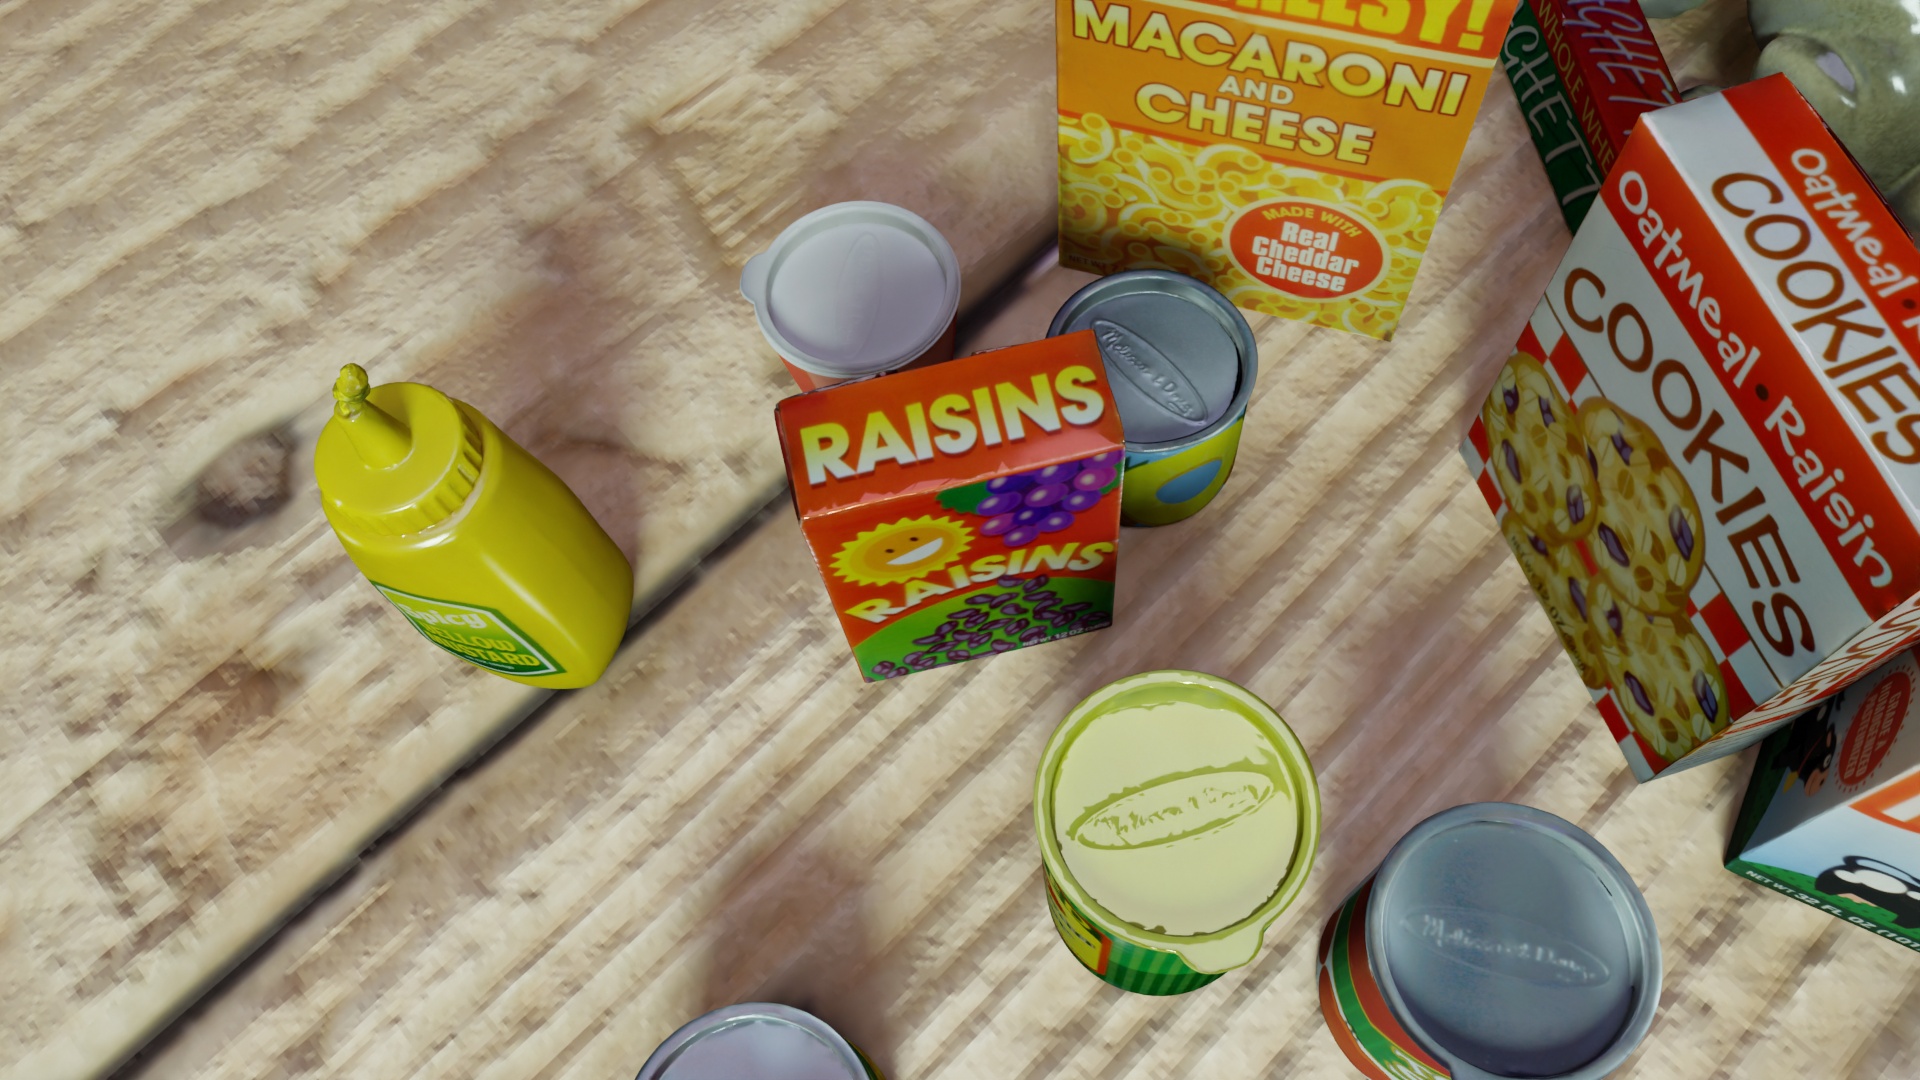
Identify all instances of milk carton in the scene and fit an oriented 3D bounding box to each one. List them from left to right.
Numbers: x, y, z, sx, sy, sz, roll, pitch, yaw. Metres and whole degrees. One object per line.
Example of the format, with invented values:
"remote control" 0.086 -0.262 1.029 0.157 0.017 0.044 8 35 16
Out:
"milk carton" 0.260 0.041 0.323 0.072 0.189 0.074 24 70 15

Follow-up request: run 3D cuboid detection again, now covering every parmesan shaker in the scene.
"parmesan shaker" 0.054 0.084 0.366 0.071 0.102 0.071 -2 65 4

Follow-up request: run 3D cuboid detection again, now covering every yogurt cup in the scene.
"yogurt cup" -0.032 -0.072 0.473 0.072 0.053 0.072 -2 65 4

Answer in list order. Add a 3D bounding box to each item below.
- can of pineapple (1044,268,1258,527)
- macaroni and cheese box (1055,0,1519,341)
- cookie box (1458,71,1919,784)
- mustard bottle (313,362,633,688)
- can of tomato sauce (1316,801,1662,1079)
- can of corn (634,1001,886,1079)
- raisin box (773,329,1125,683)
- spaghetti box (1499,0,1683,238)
"can of pineapple" 0.058 -0.044 0.450 0.071 0.057 0.071 -2 65 4
"macaroni and cheese box" 0.093 -0.135 0.430 0.124 0.165 0.040 15 68 11
"cookie box" 0.197 -0.018 0.368 0.040 0.166 0.123 -17 65 -3
"mustard bottle" -0.141 -0.003 0.390 0.065 0.159 0.049 11 67 9
"can of tomato sauce" 0.131 0.112 0.358 0.071 0.082 0.071 -2 65 4
"can of corn" -0.049 0.161 0.363 0.071 0.058 0.071 -2 65 4
"raisin box" 0.001 -0.005 0.401 0.086 0.123 0.040 -13 65 -1
"spaghetti box" 0.229 -0.138 0.485 0.029 0.050 0.251 -9 65 0
